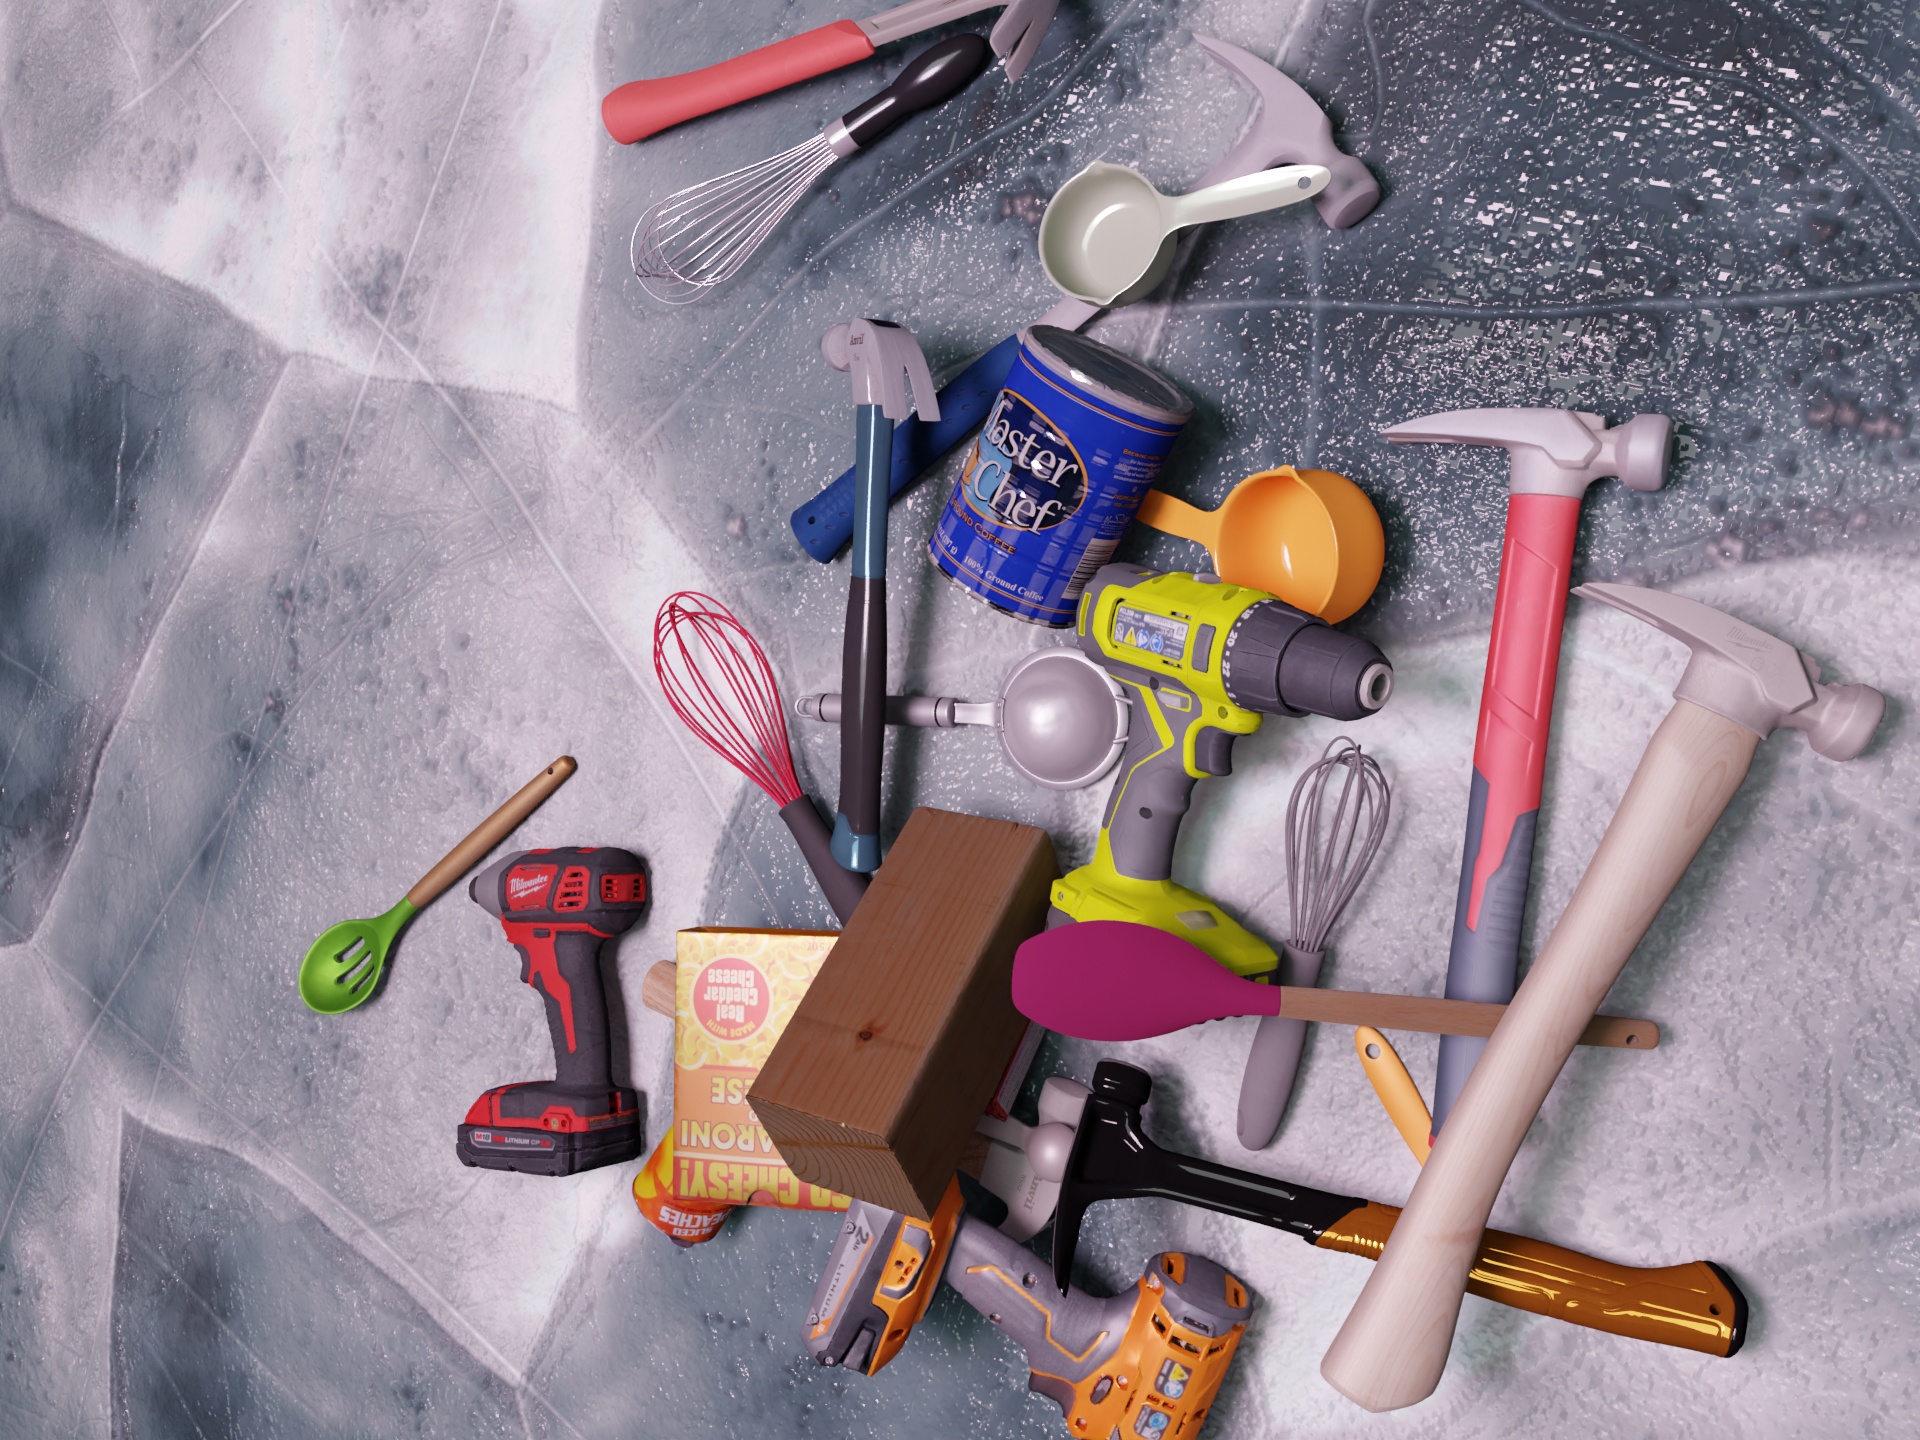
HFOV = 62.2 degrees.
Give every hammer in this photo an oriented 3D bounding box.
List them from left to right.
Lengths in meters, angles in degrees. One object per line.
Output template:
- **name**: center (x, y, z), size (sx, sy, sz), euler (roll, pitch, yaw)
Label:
- **hammer**: center (-0.096, -0.425, 1.026), size (0.359, 0.036, 0.149), euler (-3, 54, 33)
- **hammer**: center (-0.076, 0.233, 1.017), size (0.331, 0.031, 0.130), euler (20, 97, 29)
- **hammer**: center (-0.056, -0.073, 0.960), size (0.128, 0.033, 0.331), euler (-156, 67, -65)
- **hammer**: center (0.047, -0.236, 0.964), size (0.405, 0.035, 0.144), euler (-37, 72, 23)
- **hammer**: center (0.215, 0.269, 0.810), size (0.337, 0.034, 0.127), euler (9, 60, 19)
- **hammer**: center (0.268, 0.032, 0.829), size (0.143, 0.038, 0.386), euler (8, 92, 30)
- **hammer**: center (0.273, 0.135, 0.759), size (0.146, 0.038, 0.410), euler (28, 91, 9)

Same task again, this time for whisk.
- **whisk**: center (-0.118, 0.038, 1.037), size (0.073, 0.073, 0.296), euler (-38, 77, 23)
- **whisk**: center (-0.104, -0.366, 1.045), size (0.284, 0.070, 0.070), euler (-27, 75, 20)
- **whisk**: center (0.186, 0.124, 0.869), size (0.055, 0.055, 0.239), euler (18, 101, 29)

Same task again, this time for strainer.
- **strainer**: center (-0.002, -0.003, 0.982), size (0.258, 0.050, 0.087), euler (2, 93, 33)

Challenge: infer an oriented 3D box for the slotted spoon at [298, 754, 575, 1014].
- **slotted spoon**: center (-0.396, 0.123, 1.204), size (0.313, 0.031, 0.070), euler (-39, 67, 20)

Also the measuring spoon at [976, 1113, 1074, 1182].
- **measuring spoon**: center (0.015, 0.237, 0.937), size (0.124, 0.018, 0.034), euler (19, 97, 30)

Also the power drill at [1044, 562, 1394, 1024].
- **power drill**: center (0.130, 0.039, 0.846), size (0.191, 0.080, 0.228), euler (22, 107, 49)

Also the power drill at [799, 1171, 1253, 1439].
- **power drill**: center (0.030, 0.351, 0.899), size (0.226, 0.084, 0.164), euler (22, 99, 7)

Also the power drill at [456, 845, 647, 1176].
- **power drill**: center (-0.290, 0.199, 1.116), size (0.143, 0.078, 0.220), euler (-3, 84, 29)

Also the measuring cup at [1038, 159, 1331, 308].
- **measuring cup**: center (0.126, -0.276, 0.881), size (0.167, 0.038, 0.083), euler (-6, 86, 27)

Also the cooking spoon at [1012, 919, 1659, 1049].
- **cooking spoon**: center (0.185, 0.142, 0.793), size (0.319, 0.017, 0.068), euler (5, 108, 3)

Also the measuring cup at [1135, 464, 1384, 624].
- **measuring cup**: center (0.161, -0.107, 0.891), size (0.174, 0.052, 0.095), euler (31, 123, 48)

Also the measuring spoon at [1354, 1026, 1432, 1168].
- **measuring spoon**: center (0.242, 0.217, 0.851), size (0.021, 0.011, 0.117), euler (-34, 73, 24)
